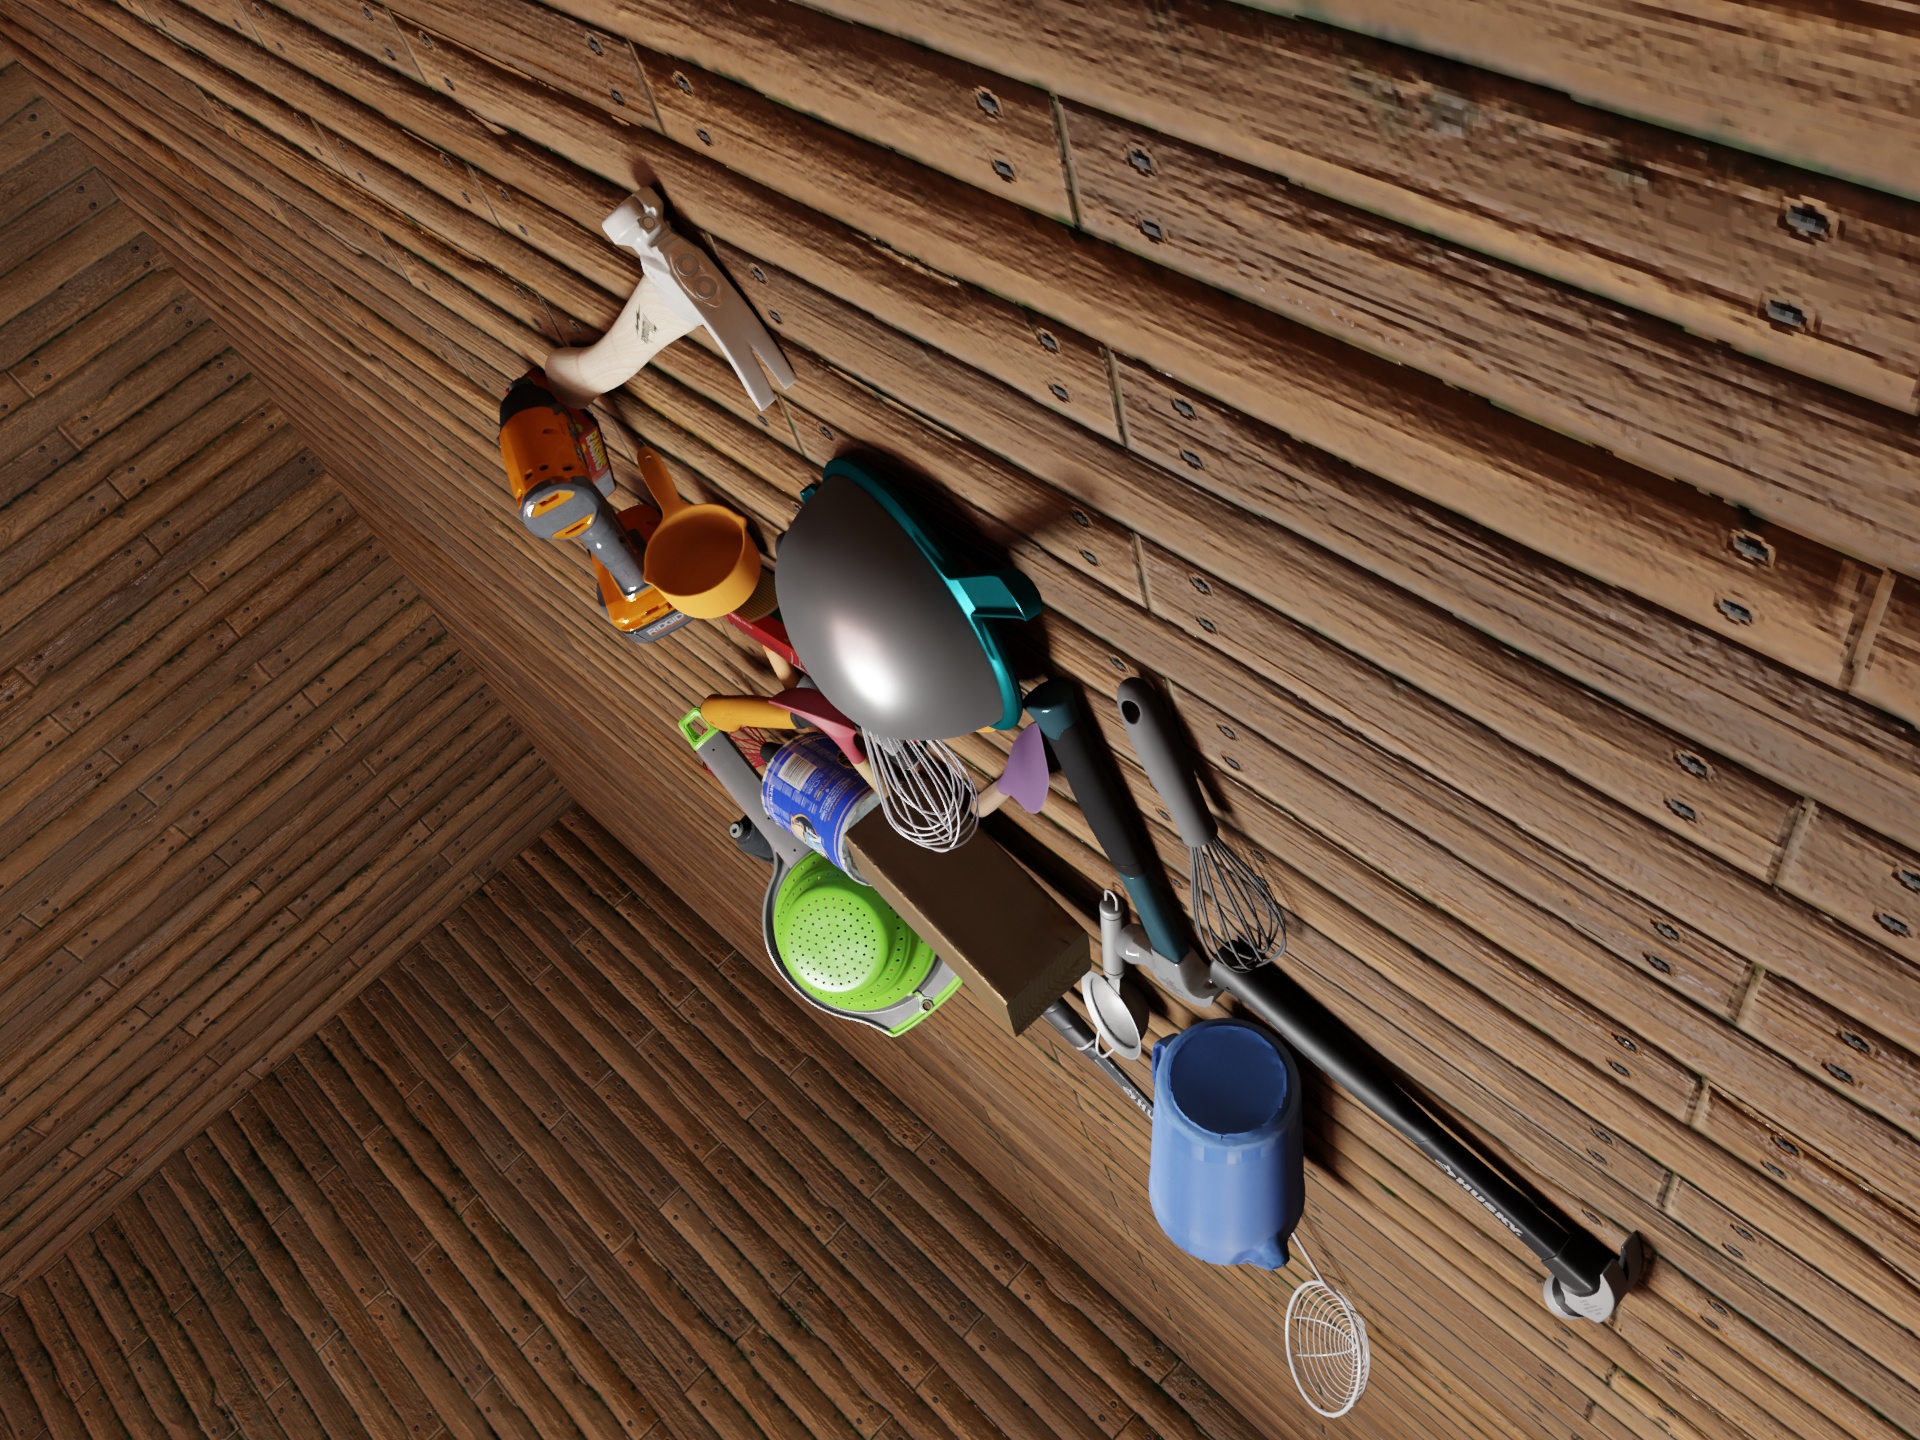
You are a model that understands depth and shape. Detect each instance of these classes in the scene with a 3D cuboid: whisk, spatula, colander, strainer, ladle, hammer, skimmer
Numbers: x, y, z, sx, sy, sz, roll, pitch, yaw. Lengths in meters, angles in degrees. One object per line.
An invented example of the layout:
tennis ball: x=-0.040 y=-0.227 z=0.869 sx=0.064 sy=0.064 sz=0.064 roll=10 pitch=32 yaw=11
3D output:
whisk: x=-0.216 y=0.033 z=1.736 sx=0.073 sy=0.073 sz=0.296 roll=54 pitch=157 yaw=-22
whisk: x=-0.071 y=-0.026 z=1.161 sx=0.285 sy=0.070 sz=0.070 roll=60 pitch=168 yaw=21
spatula: x=0.031 y=0.058 z=1.246 sx=0.316 sy=0.018 sz=0.060 roll=132 pitch=129 yaw=-75
colander: x=-0.165 y=0.148 z=1.595 sx=0.397 sy=0.204 sz=0.094 roll=50 pitch=-166 yaw=5
spatula: x=-0.175 y=-0.051 z=1.470 sx=0.081 sy=0.041 sz=0.322 roll=54 pitch=172 yaw=37
strainer: x=0.132 y=0.211 z=1.333 sx=0.087 sy=0.050 sz=0.258 roll=49 pitch=161 yaw=33
ladle: x=-0.076 y=0.042 z=1.344 sx=0.069 sy=0.031 sz=0.315 roll=18 pitch=162 yaw=27
hammer: x=0.114 y=0.092 z=1.117 sx=0.128 sy=0.033 sz=0.330 roll=29 pitch=156 yaw=46
hammer: x=0.301 y=0.266 z=1.061 sx=0.335 sy=0.035 sz=0.146 roll=41 pitch=163 yaw=18
hammer: x=-0.233 y=-0.262 z=1.144 sx=0.146 sy=0.038 sz=0.411 roll=51 pitch=163 yaw=-17
strainer: x=-0.040 y=-0.055 z=0.972 sx=0.211 sy=0.095 sz=0.340 roll=57 pitch=169 yaw=-12
hammer: x=0.134 y=0.321 z=1.526 sx=0.409 sy=0.036 sz=0.149 roll=44 pitch=151 yaw=27
skimmer: x=0.309 y=0.531 z=1.532 sx=0.363 sy=0.090 sz=0.127 roll=59 pitch=175 yaw=-30
whisk: x=0.145 y=0.068 z=0.976 sx=0.055 sy=0.055 sz=0.238 roll=22 pitch=146 yaw=54
hammer: x=-0.163 y=-0.009 z=1.447 sx=0.127 sy=0.034 sz=0.337 roll=39 pitch=162 yaw=-27

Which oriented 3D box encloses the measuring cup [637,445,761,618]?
measuring cup: x=-0.225 y=-0.157 z=1.316 sx=0.174 sy=0.095 sz=0.052 roll=59 pitch=180 yaw=32

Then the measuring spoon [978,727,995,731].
measuring spoon: x=-0.002 y=-0.004 z=1.223 sx=0.021 sy=0.011 sz=0.117 roll=50 pitch=159 yaw=-24

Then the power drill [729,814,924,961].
power drill: x=-0.140 y=0.171 z=1.737 sx=0.223 sy=0.080 sz=0.171 roll=33 pitch=-171 yaw=34

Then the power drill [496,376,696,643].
power drill: x=-0.313 y=-0.183 z=1.351 sx=0.164 sy=0.084 sz=0.226 roll=65 pitch=-175 yaw=33
